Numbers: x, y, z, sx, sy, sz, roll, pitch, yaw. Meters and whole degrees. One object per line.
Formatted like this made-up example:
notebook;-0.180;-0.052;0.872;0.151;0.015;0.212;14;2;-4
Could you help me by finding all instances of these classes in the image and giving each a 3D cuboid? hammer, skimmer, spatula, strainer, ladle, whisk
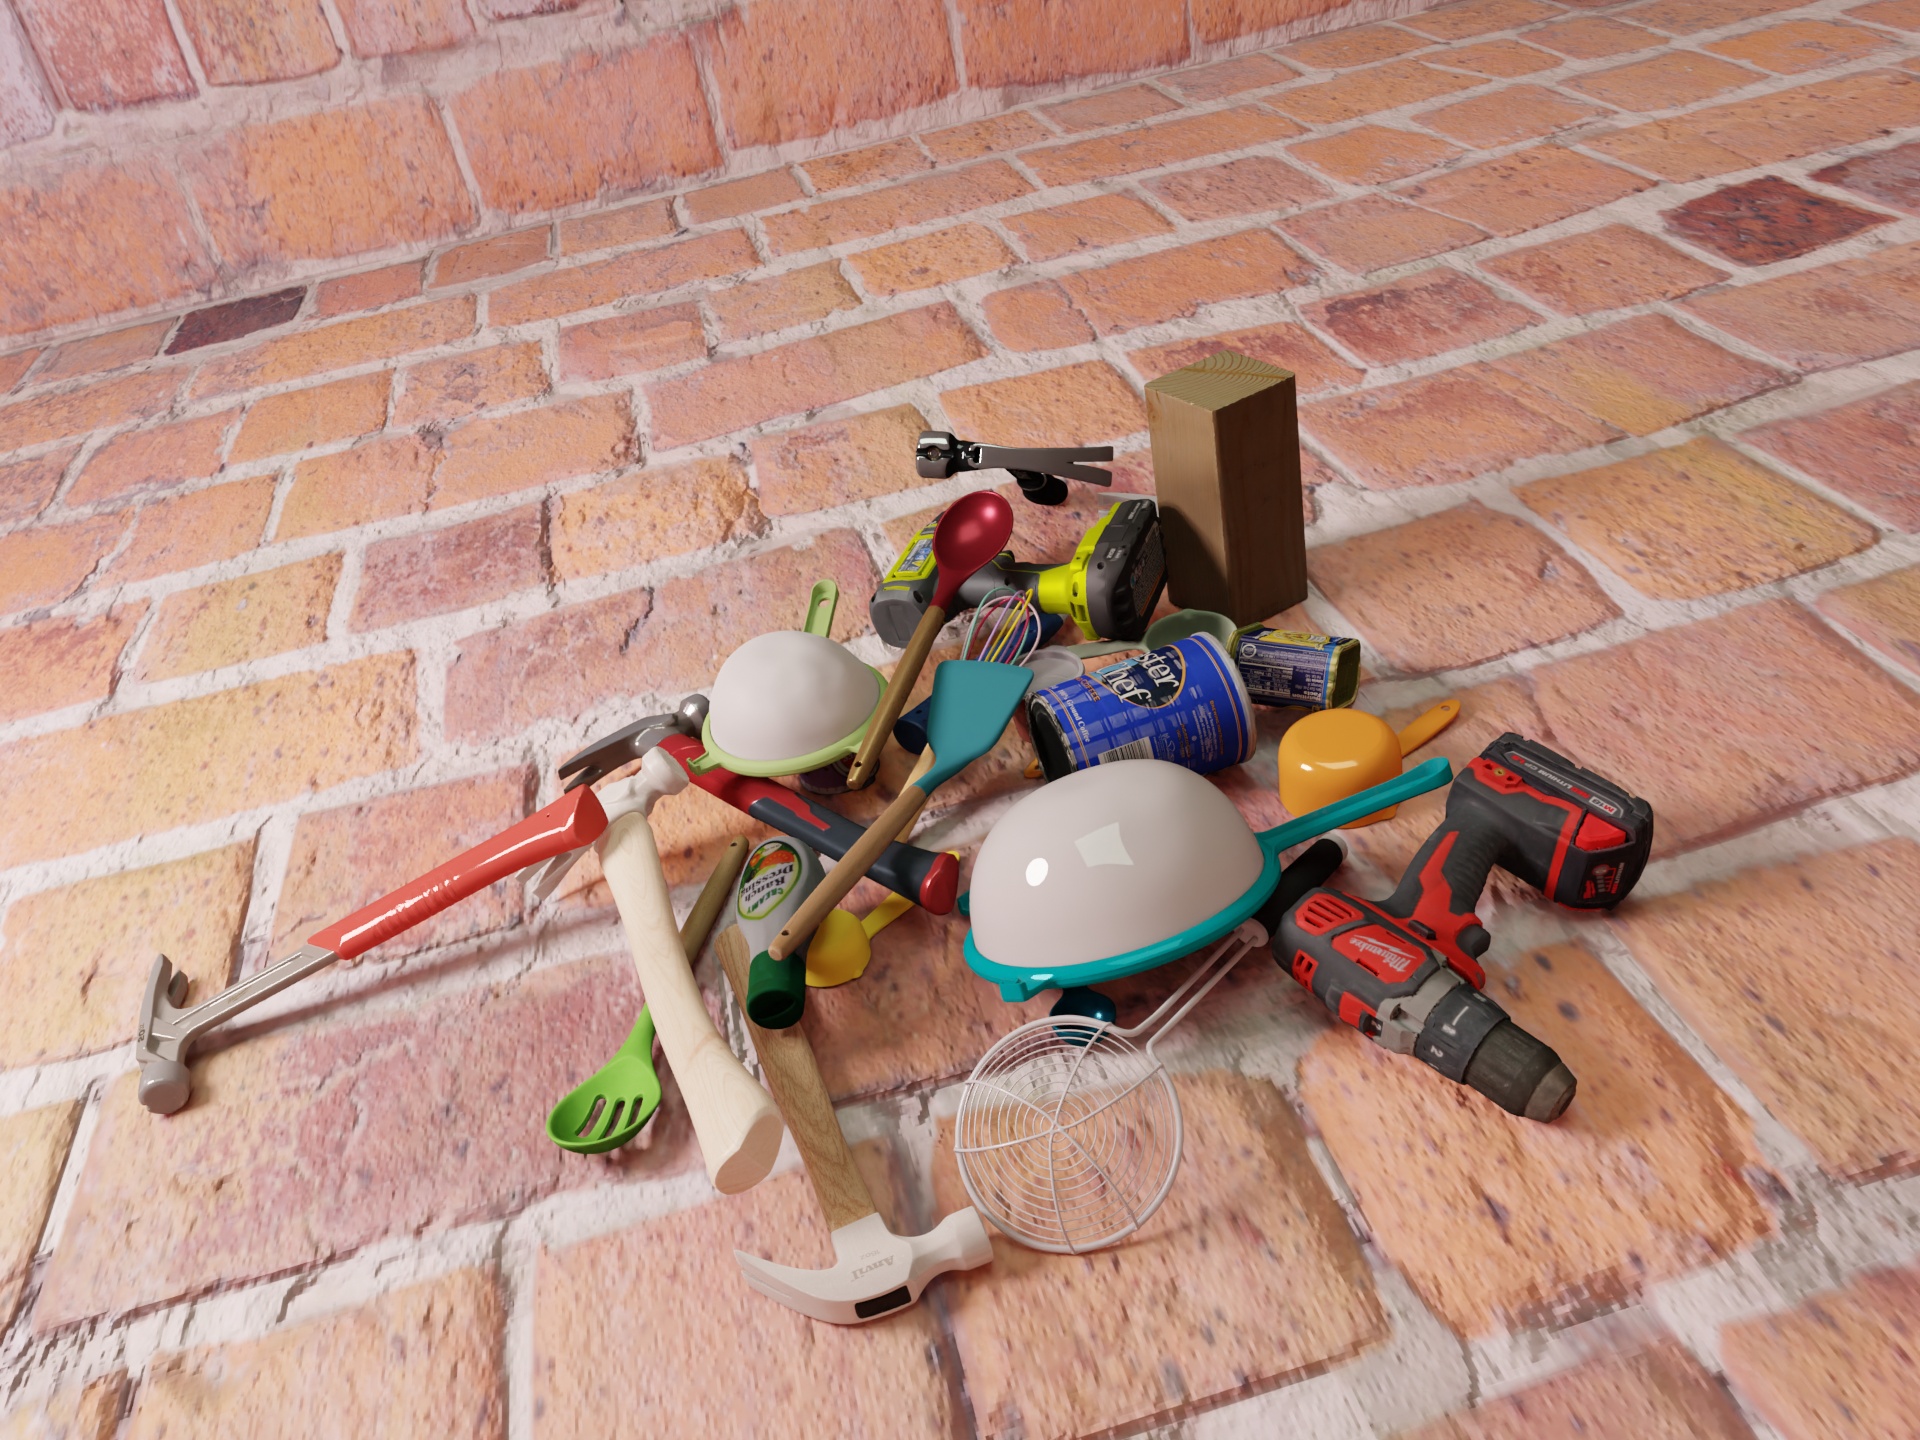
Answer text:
hammer;-0.201;0.162;1.032;0.146;0.038;0.411;-41;35;1
skimmer;0.138;0.177;0.974;0.127;0.090;0.363;36;41;20
spatula;-0.046;0.056;1.097;0.082;0.044;0.317;7;34;27
hammer;-0.150;0.071;1.189;0.143;0.038;0.387;-30;35;-32
hammer;0.066;-0.213;1.391;0.149;0.036;0.409;5;5;7
hammer;0.081;-0.095;1.389;0.144;0.035;0.405;18;44;36
hammer;-0.100;0.230;0.975;0.130;0.031;0.332;-20;34;-12
strainer;-0.129;-0.059;1.263;0.151;0.069;0.257;-7;36;10
strainer;0.150;0.059;1.020;0.340;0.095;0.211;-21;13;-4
ladle;-0.026;-0.067;1.225;0.069;0.031;0.316;2;47;25
whisk;-0.002;-0.005;1.210;0.047;0.051;0.245;1;55;49
hammer;-0.420;0.140;1.137;0.359;0.036;0.149;-29;36;-2

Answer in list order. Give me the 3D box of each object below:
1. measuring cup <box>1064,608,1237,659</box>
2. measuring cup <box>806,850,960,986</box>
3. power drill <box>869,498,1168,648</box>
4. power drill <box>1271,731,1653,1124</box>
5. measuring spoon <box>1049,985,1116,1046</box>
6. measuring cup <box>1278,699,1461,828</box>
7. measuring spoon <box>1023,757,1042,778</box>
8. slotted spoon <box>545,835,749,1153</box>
measuring cup;0.144;-0.048;1.302;0.167;0.038;0.083;-8;34;10
measuring cup;-0.058;0.128;1.112;0.062;0.029;0.156;22;47;40
power drill;0.054;-0.135;1.356;0.228;0.080;0.191;1;37;24
power drill;0.325;0.124;0.956;0.227;0.080;0.188;-36;51;-26
measuring spoon;0.072;0.171;1.027;0.042;0.021;0.129;-12;25;-1
measuring cup;0.303;0.010;1.151;0.173;0.052;0.095;-32;39;-24
measuring spoon;0.097;0.017;1.247;0.117;0.011;0.021;-31;39;-21
slotted spoon;-0.197;0.179;1.085;0.070;0.031;0.314;-3;33;16
